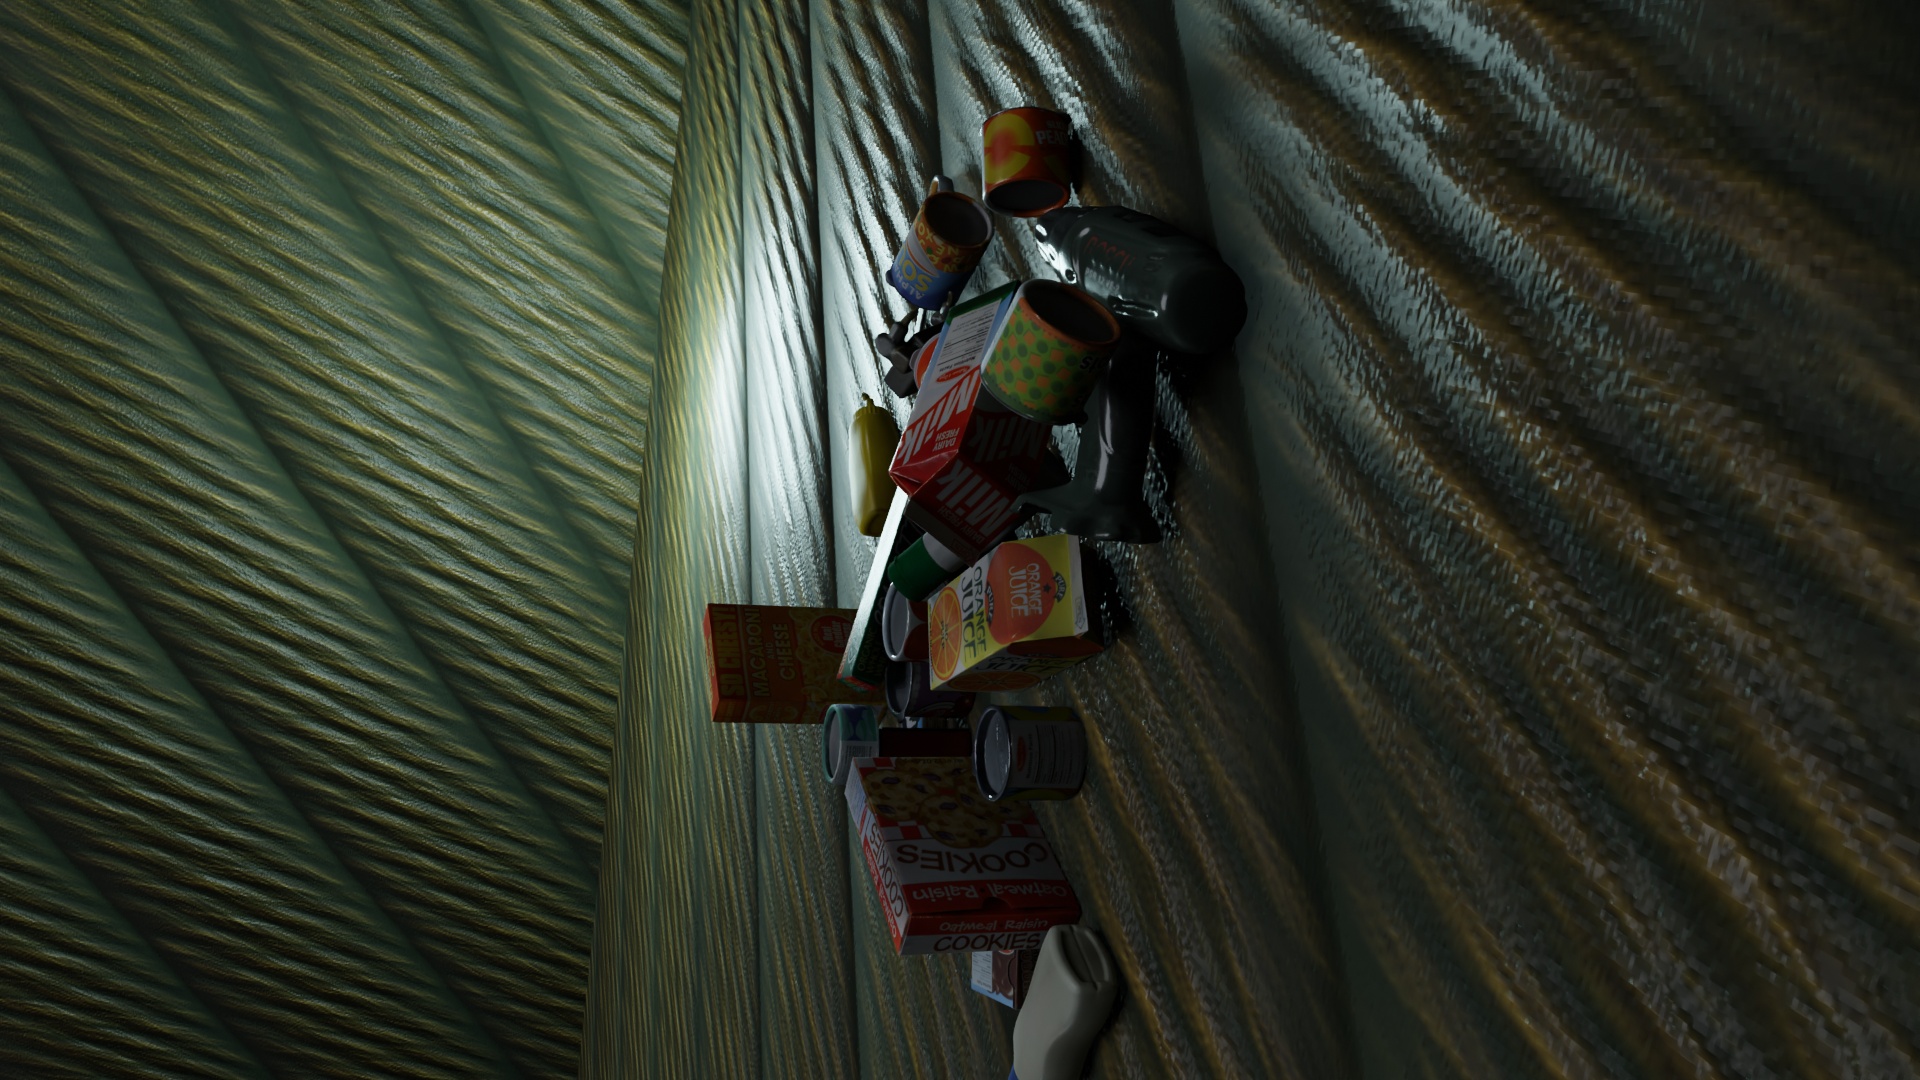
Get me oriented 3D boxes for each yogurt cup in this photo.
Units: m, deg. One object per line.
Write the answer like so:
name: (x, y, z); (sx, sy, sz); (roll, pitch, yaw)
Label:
yogurt cup: (0.003, -0.131, 1.127); (0.054, 0.072, 0.072); (51, 134, 50)

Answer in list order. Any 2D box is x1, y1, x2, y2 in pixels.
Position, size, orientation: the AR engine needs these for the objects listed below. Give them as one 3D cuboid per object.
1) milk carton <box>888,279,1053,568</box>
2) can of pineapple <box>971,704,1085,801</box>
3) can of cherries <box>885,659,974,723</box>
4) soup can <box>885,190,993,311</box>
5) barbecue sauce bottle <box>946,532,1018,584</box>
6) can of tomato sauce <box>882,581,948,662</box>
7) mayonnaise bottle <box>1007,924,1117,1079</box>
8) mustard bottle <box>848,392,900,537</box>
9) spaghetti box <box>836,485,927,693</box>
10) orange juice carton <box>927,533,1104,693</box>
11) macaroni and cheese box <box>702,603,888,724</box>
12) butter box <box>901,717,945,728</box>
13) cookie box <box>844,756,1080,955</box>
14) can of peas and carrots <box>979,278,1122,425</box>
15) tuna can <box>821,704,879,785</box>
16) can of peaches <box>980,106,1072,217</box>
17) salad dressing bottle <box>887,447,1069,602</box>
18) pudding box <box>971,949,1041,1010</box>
milk carton: (0.013, -0.079, 0.962); (0.073, 0.072, 0.191); (-14, 48, 45)
can of pineapple: (0.047, 0.147, 0.964); (0.071, 0.058, 0.071); (-174, 89, -69)
can of cherries: (-0.025, 0.118, 1.157); (0.071, 0.058, 0.071); (-174, 89, -68)
soup can: (-0.019, -0.248, 1.192); (0.083, 0.071, 0.071); (126, 143, -53)
barbecue sauce bottle: (0.004, -0.014, 1.113); (0.065, 0.043, 0.149); (-37, 30, 8)
can of tomato sauce: (-0.013, 0.067, 1.100); (0.071, 0.083, 0.071); (-174, 89, -69)
mayonnaise bottle: (0.062, 0.326, 0.917); (0.065, 0.041, 0.147); (-115, 35, -55)
mustard bottle: (-0.082, -0.082, 1.357); (0.065, 0.049, 0.161); (124, 145, -52)
spaghetti box: (-0.051, 0.008, 1.190); (0.050, 0.029, 0.251); (-26, 45, 67)
orange juice carton: (0.043, 0.053, 0.971); (0.192, 0.073, 0.072); (141, 131, -62)
macaroni and cheese box: (-0.164, 0.122, 1.364); (0.124, 0.167, 0.040); (-106, 28, -42)
butter box: (-0.031, 0.198, 1.203); (0.053, 0.024, 0.104); (142, 129, -62)
cookie box: (-0.003, 0.219, 0.988); (0.168, 0.123, 0.040); (-120, 38, -56)
can of peas and carrots: (0.054, -0.108, 0.801); (0.058, 0.071, 0.071); (-62, 31, 35)
tuna can: (-0.091, 0.165, 1.136); (0.071, 0.033, 0.071); (-174, 89, -71)
can of peaches: (0.050, -0.280, 1.029); (0.071, 0.071, 0.058); (148, 123, -65)
salad dressing bottle: (0.011, -0.012, 1.012); (0.147, 0.044, 0.064); (-40, 18, 19)
pudding box: (0.036, 0.306, 1.002); (0.083, 0.030, 0.050); (160, 114, -67)
